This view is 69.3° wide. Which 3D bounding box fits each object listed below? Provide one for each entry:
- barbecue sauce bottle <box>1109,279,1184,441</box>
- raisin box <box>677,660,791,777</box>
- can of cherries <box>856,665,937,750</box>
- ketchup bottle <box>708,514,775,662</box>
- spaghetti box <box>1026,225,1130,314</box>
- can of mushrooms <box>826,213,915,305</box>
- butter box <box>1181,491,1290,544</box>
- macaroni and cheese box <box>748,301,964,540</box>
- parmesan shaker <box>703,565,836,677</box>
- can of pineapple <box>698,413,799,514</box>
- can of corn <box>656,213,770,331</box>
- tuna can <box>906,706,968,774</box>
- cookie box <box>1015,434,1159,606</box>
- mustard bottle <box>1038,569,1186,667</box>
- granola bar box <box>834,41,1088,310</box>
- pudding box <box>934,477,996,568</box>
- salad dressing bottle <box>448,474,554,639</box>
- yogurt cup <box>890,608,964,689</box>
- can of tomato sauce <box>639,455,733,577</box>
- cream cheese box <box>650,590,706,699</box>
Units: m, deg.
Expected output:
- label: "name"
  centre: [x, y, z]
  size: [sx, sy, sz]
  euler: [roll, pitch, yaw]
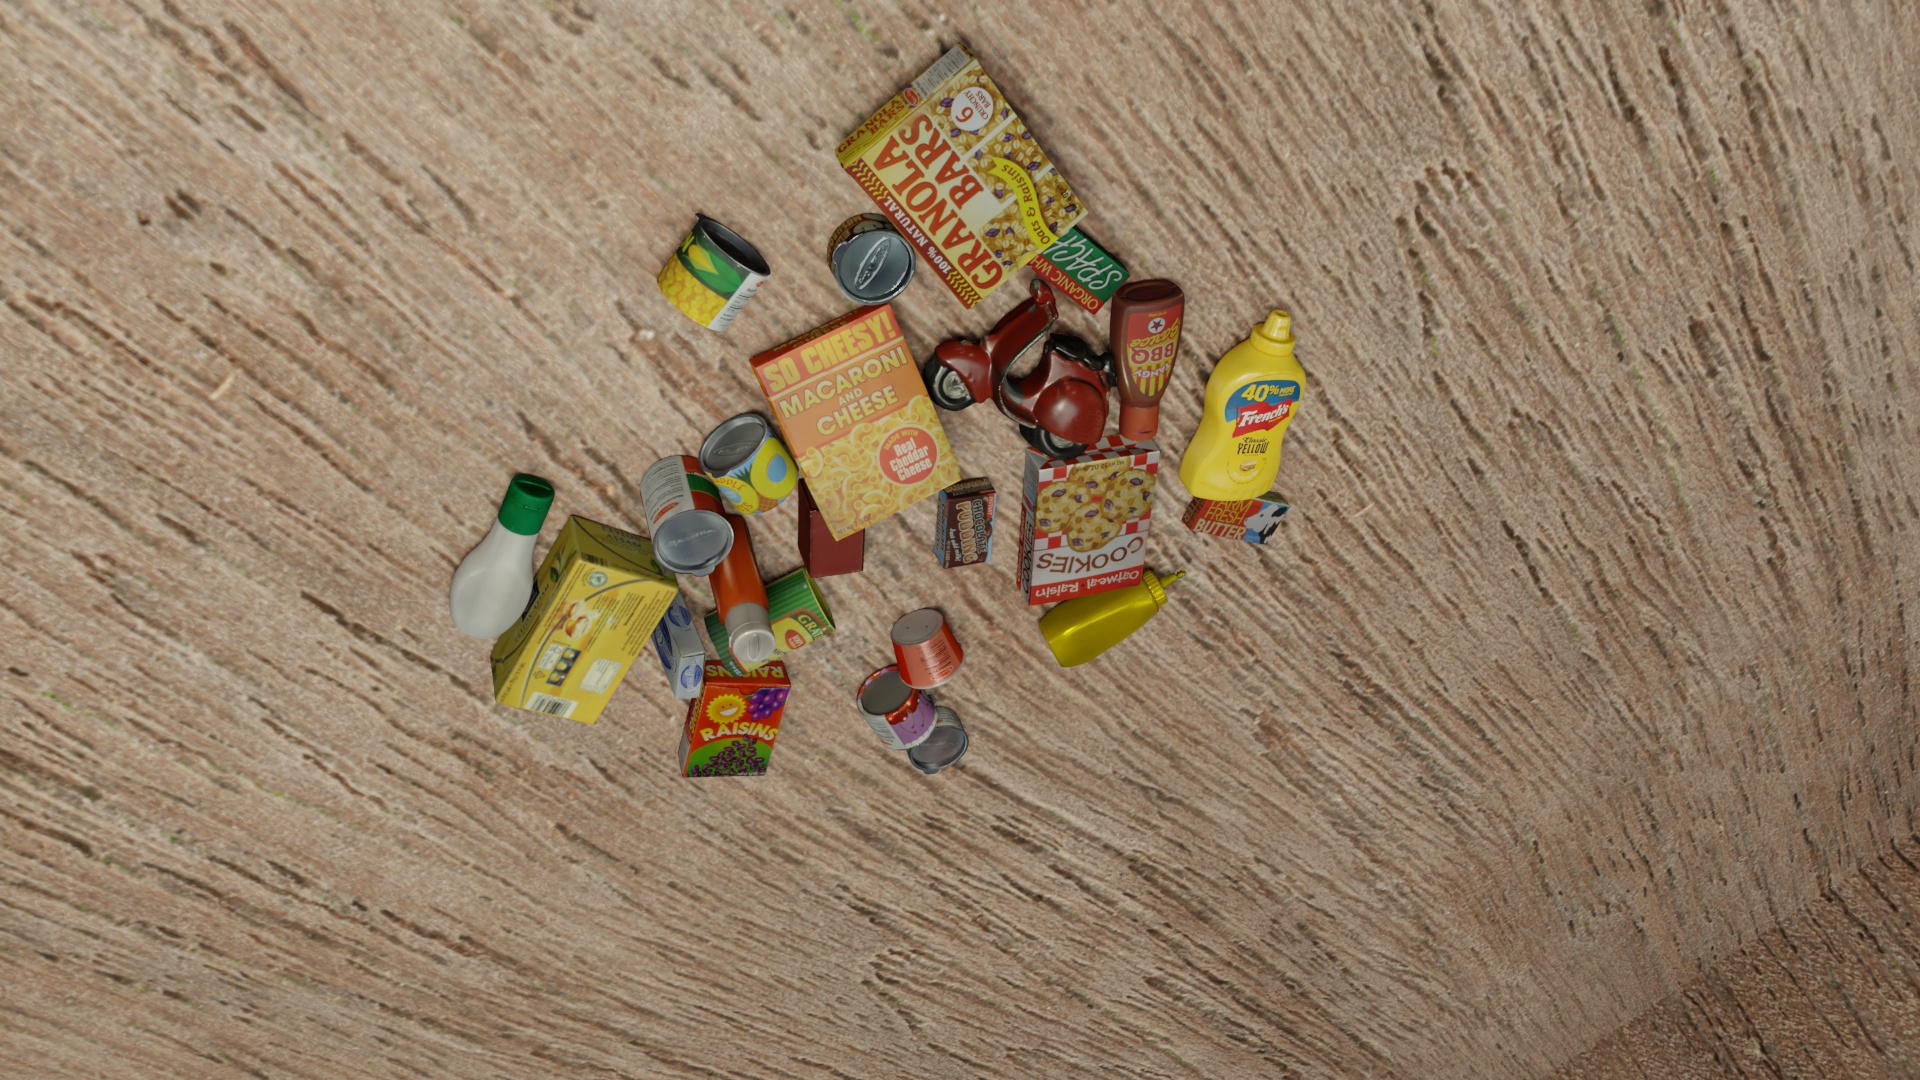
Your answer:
- label: "barbecue sauce bottle"
  centre: [0.165, -0.159, 1.252]
  size: [0.065, 0.044, 0.147]
  euler: [-13, 130, -14]
- label: "raisin box"
  centre: [-0.222, 0.175, 1.358]
  size: [0.086, 0.040, 0.122]
  euler: [4, 124, -24]
- label: "can of cherries"
  centre: [-0.063, 0.167, 1.402]
  size: [0.071, 0.072, 0.058]
  euler: [-29, 131, 1]
- label: "ketchup bottle"
  centre: [-0.191, 0.044, 1.193]
  size: [0.043, 0.149, 0.064]
  euler: [-5, 128, -17]
- label: "spaghetti box"
  centre: [0.042, -0.265, 1.128]
  size: [0.250, 0.029, 0.050]
  euler: [29, 112, -37]
- label: "can of mushrooms"
  centre: [-0.074, -0.225, 1.107]
  size: [0.071, 0.033, 0.070]
  euler: [-12, 131, -14]
- label: "butter box"
  centre: [0.281, -0.029, 1.417]
  size: [0.103, 0.024, 0.053]
  euler: [9, 122, -29]
- label: "macaroni and cheese box"
  centre: [-0.086, -0.101, 1.162]
  size: [0.124, 0.040, 0.166]
  euler: [-27, 114, -8]
- label: "parmesan shaker"
  centre: [-0.175, 0.077, 1.283]
  size: [0.103, 0.071, 0.071]
  euler: [-27, 132, -1]
- label: "can of pineapple"
  centre: [-0.178, -0.062, 1.169]
  size: [0.071, 0.071, 0.057]
  euler: [-31, 132, 3]
- label: "can of corn"
  centre: [-0.190, -0.203, 1.056]
  size: [0.071, 0.071, 0.058]
  euler: [28, 112, -37]
- label: "tuna can"
  centre: [-0.028, 0.212, 1.472]
  size: [0.071, 0.033, 0.070]
  euler: [-11, 130, -14]
- label: "cookie box"
  centre: [0.121, -0.019, 1.347]
  size: [0.123, 0.040, 0.166]
  euler: [-10, 129, -15]
- label: "mustard bottle"
  centre: [0.161, 0.071, 1.429]
  size: [0.160, 0.049, 0.065]
  euler: [-29, 132, 0]
- label: "granola bar box"
  centre: [0.003, -0.272, 1.058]
  size: [0.124, 0.039, 0.165]
  euler: [-38, 130, 10]
- label: "pudding box"
  centre: [0.005, -0.016, 1.307]
  size: [0.050, 0.030, 0.083]
  euler: [-9, 129, -18]
- label: "salad dressing bottle"
  centre: [-0.381, 0.014, 1.162]
  size: [0.064, 0.044, 0.147]
  euler: [16, 117, -29]
- label: "yogurt cup"
  centre: [-0.035, 0.104, 1.365]
  size: [0.072, 0.072, 0.053]
  euler: [-23, 123, -5]
- label: "can of tomato sauce"
  centre: [-0.231, -0.021, 1.169]
  size: [0.071, 0.083, 0.070]
  euler: [-11, 130, -14]
- label: "cream cheese box"
  centre: [-0.253, 0.087, 1.232]
  size: [0.024, 0.104, 0.053]
  euler: [-6, 130, -27]
